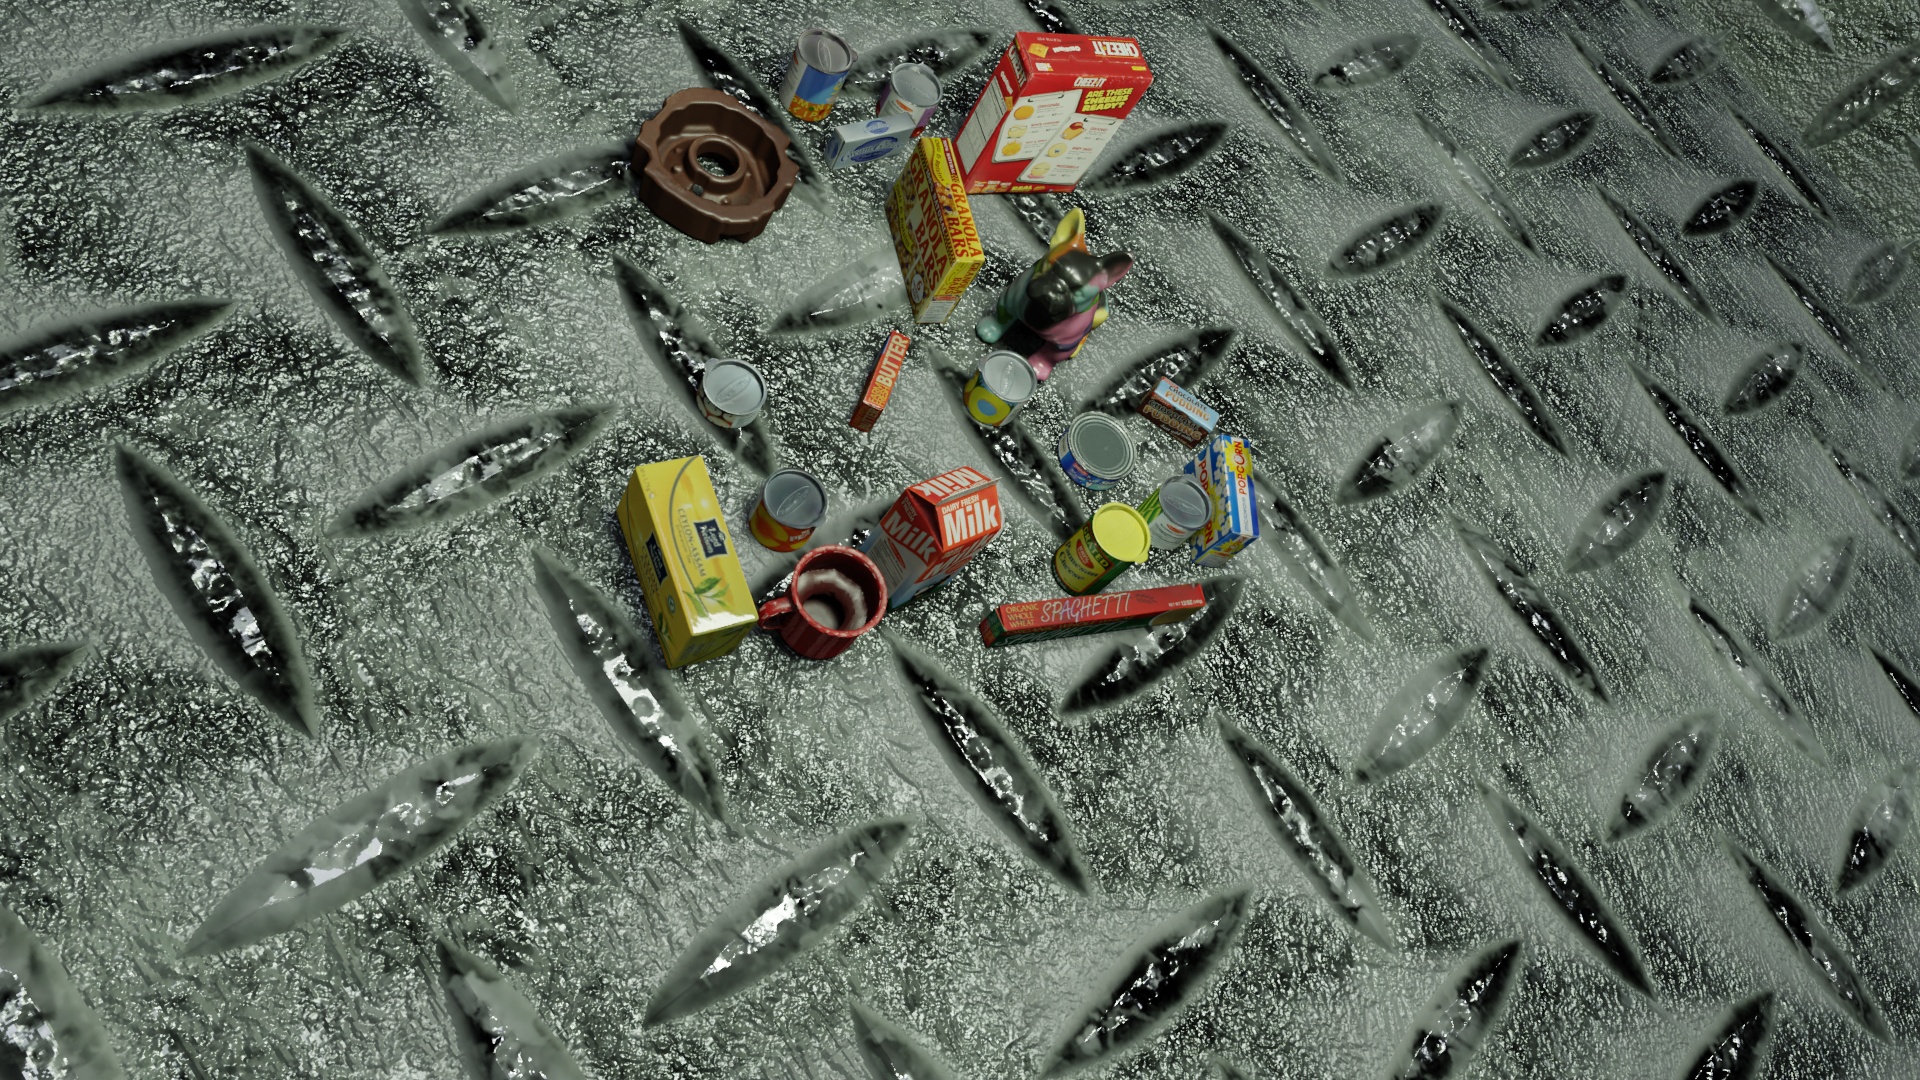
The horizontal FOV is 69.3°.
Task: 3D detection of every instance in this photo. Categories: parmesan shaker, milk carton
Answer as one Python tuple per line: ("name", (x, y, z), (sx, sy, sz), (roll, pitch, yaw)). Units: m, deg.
("parmesan shaker", (0.147, 0.014, 1.452), (0.071, 0.102, 0.071), (11, 61, -20))
("milk carton", (-0.026, -0.008, 1.332), (0.072, 0.189, 0.073), (-23, 76, -32))

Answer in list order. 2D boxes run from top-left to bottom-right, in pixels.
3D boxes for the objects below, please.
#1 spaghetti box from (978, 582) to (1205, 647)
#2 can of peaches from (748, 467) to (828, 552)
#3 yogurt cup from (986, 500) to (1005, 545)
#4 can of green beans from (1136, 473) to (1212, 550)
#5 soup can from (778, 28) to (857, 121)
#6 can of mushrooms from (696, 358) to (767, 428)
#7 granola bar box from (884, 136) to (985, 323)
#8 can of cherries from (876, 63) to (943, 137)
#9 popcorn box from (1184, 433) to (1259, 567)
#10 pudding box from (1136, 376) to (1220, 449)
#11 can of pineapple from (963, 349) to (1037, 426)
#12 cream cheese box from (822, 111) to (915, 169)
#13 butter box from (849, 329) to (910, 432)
("spaghetti box", (0.140, 0.077, 1.448), (0.251, 0.050, 0.029), (-5, 67, -27))
("can of peaches", (-0.167, -0.028, 1.358), (0.071, 0.057, 0.071), (11, 61, -19))
("yogurt cup", (0.005, -0.018, 1.434), (0.072, 0.053, 0.073), (11, 61, -19))
("can of green beans", (0.236, -0.030, 1.543), (0.071, 0.057, 0.071), (11, 61, -19))
("soup can", (-0.165, -0.537, 1.607), (0.071, 0.083, 0.071), (11, 61, -20))
("can of mushrooms", (-0.233, -0.150, 1.406), (0.071, 0.033, 0.071), (11, 61, -19))
("granola bar box", (-0.030, -0.343, 1.544), (0.039, 0.123, 0.166), (-4, 67, -26))
("can of cherries", (-0.060, -0.528, 1.666), (0.071, 0.058, 0.072), (11, 61, -19))
("popcorn box", (0.292, -0.044, 1.559), (0.038, 0.085, 0.127), (11, 61, -19))
("pudding box", (0.253, -0.149, 1.617), (0.084, 0.049, 0.030), (34, 56, -5))
("can of pineapple", (0.042, -0.168, 1.526), (0.071, 0.057, 0.071), (11, 61, -19))
("cream cheese box", (-0.106, -0.465, 1.615), (0.104, 0.053, 0.024), (-23, 76, -32))
("butter box", (-0.085, -0.168, 1.471), (0.024, 0.053, 0.104), (25, 57, -11))
